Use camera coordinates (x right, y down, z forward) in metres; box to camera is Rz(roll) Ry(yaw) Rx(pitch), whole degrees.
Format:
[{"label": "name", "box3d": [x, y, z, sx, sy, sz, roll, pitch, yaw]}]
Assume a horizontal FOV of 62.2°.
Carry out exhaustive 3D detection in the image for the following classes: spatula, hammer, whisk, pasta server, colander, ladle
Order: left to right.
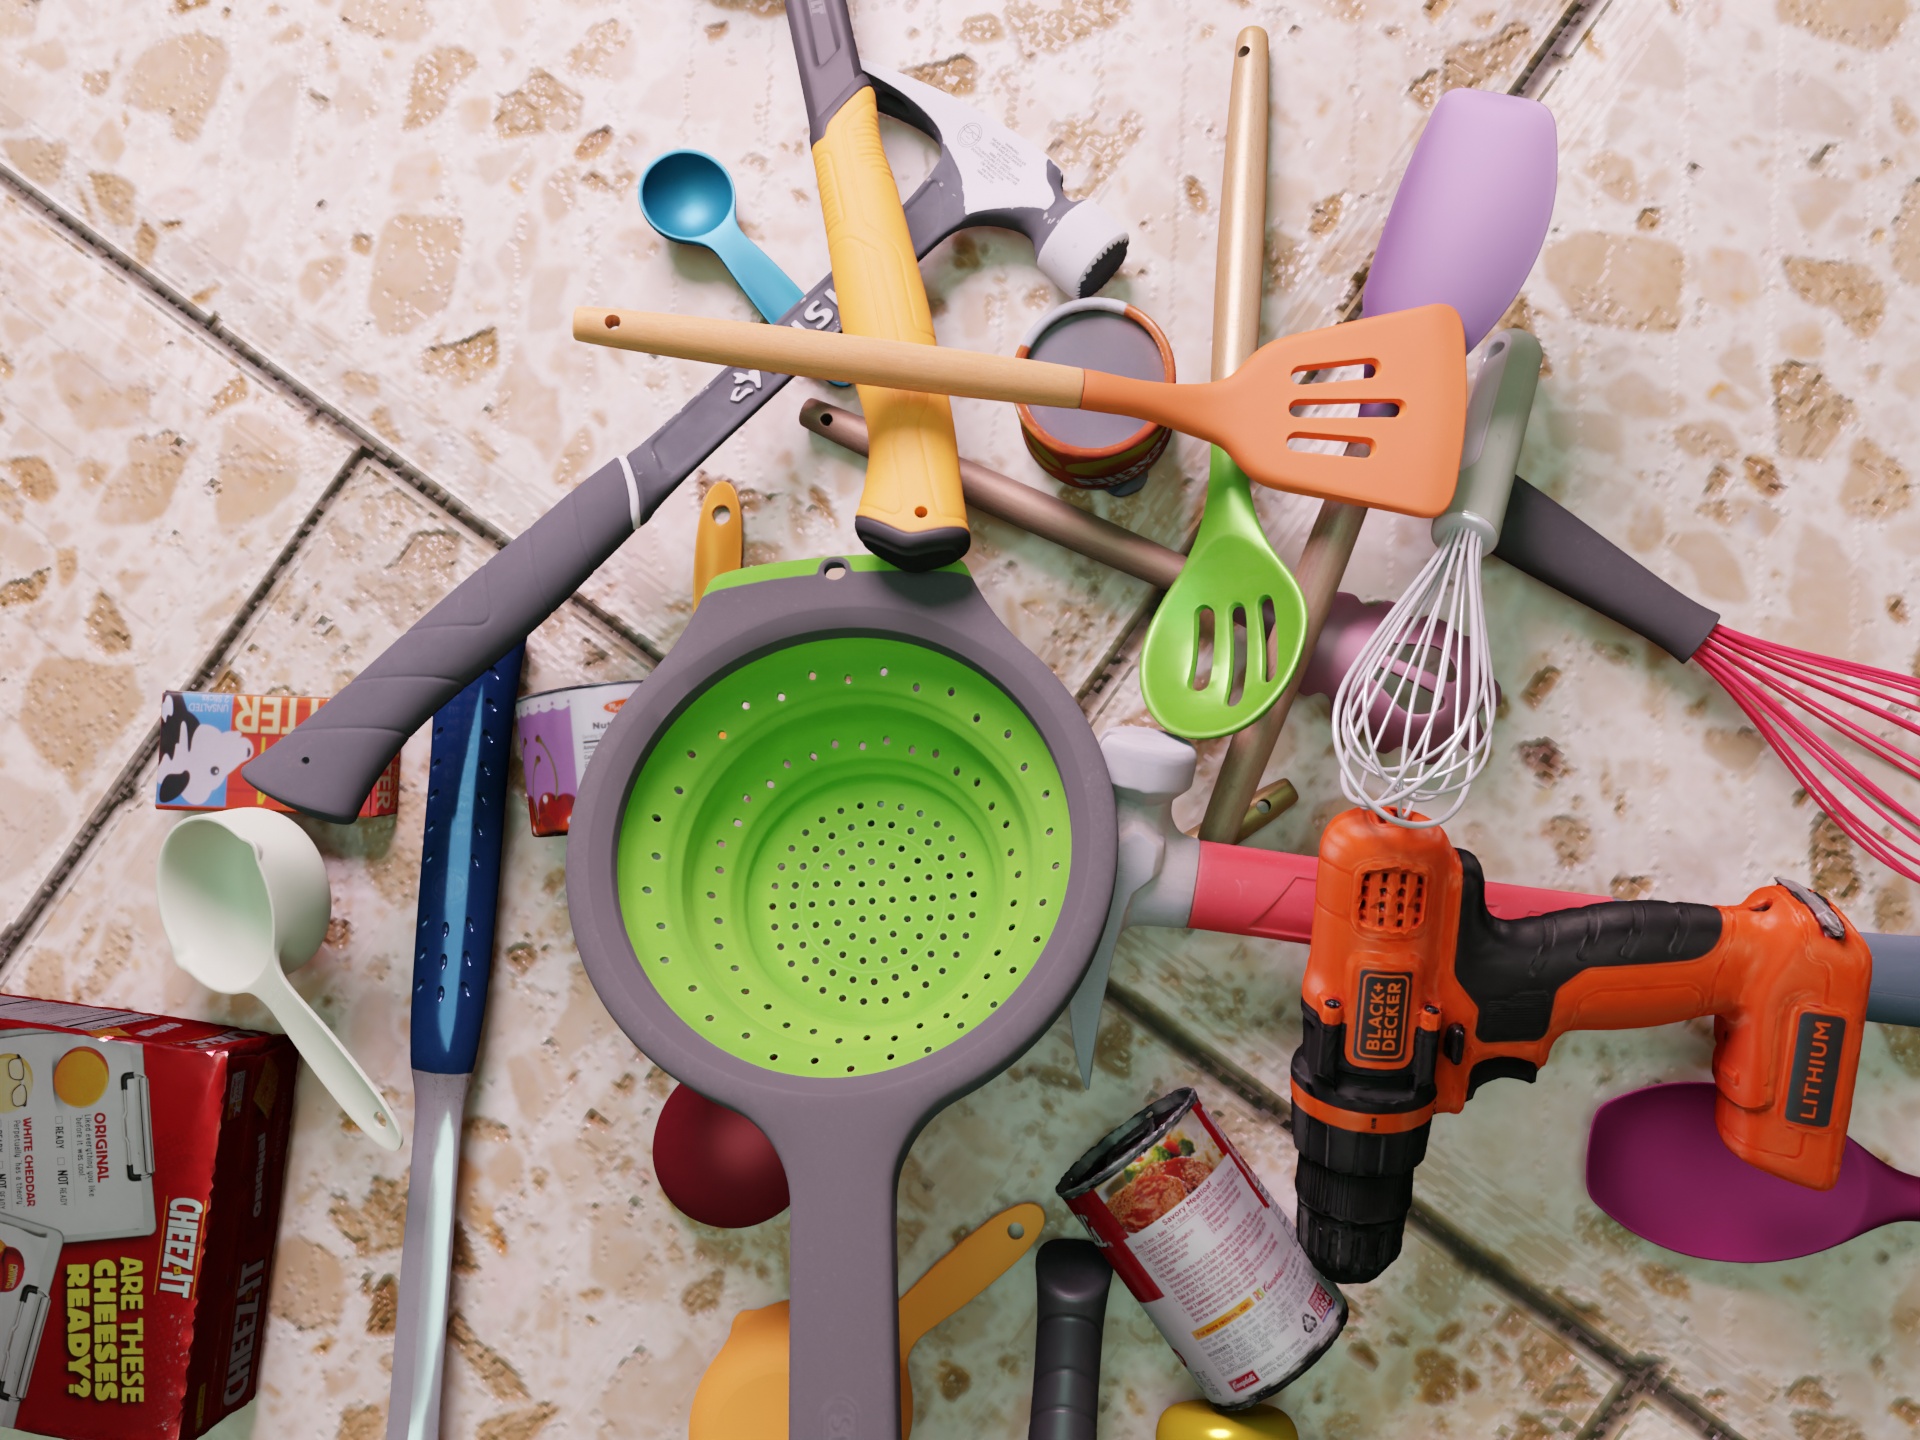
[{"label": "hammer", "box3d": [-0.215, 0.160, 0.675, 0.144, 0.035, 0.405, 3, 87, 7]}, {"label": "hammer", "box3d": [-0.123, -0.110, 0.645, 0.409, 0.036, 0.149, -44, 81, -10]}, {"label": "colander", "box3d": [-0.038, 0.135, 0.590, 0.204, 0.094, 0.397, -4, 68, 4]}, {"label": "hammer", "box3d": [-0.035, -0.222, 0.637, 0.127, 0.034, 0.337, -11, 77, -1]}, {"label": "ladle", "box3d": [0.004, 0.113, 0.659, 0.315, 0.031, 0.069, -33, 81, 2]}, {"label": "spatula", "box3d": [0.022, -0.127, 0.579, 0.322, 0.041, 0.081, 6, 84, -6]}, {"label": "hammer", "box3d": [0.032, 0.373, 0.604, 0.035, 0.146, 0.335, 4, 75, 6]}, {"label": "pasta server", "box3d": [0.074, -0.067, 0.663, 0.316, 0.040, 0.060, 25, 89, 12]}, {"label": "spatula", "box3d": [0.150, -0.082, 0.609, 0.060, 0.018, 0.316, 26, 103, 29]}, {"label": "whisk", "box3d": [0.184, -0.063, 0.590, 0.059, 0.058, 0.246, 32, 57, -11]}, {"label": "hammer", "box3d": [0.235, 0.098, 0.614, 0.386, 0.038, 0.143, 8, 105, 1]}, {"label": "whisk", "box3d": [0.306, -0.021, 0.619, 0.296, 0.073, 0.073, 36, 91, 14]}]

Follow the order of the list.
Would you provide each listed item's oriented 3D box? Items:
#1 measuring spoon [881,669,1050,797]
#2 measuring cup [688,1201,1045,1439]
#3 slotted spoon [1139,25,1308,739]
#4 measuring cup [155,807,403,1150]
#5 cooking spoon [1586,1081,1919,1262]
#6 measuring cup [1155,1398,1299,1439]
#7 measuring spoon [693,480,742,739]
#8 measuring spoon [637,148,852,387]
[{"label": "measuring spoon", "box3d": [-0.001, -0.002, 0.675, 0.124, 0.018, 0.034, 44, 92, 1]}, {"label": "measuring cup", "box3d": [-0.034, 0.257, 0.638, 0.173, 0.052, 0.095, -42, 83, 4]}, {"label": "slotted spoon", "box3d": [0.112, -0.141, 0.639, 0.070, 0.031, 0.314, -5, 72, 36]}, {"label": "measuring cup", "box3d": [-0.271, 0.107, 0.664, 0.168, 0.038, 0.083, 48, 118, 12]}, {"label": "cooking spoon", "box3d": [0.405, 0.190, 0.610, 0.319, 0.017, 0.069, 7, 88, 8]}, {"label": "measuring cup", "box3d": [0.153, 0.282, 0.623, 0.156, 0.062, 0.029, 0, 76, -4]}, {"label": "measuring spoon", "box3d": [-0.105, -0.046, 0.691, 0.021, 0.011, 0.117, 1, 83, 6]}, {"label": "measuring spoon", "box3d": [-0.091, -0.193, 0.697, 0.042, 0.021, 0.128, -41, 92, -12]}]
